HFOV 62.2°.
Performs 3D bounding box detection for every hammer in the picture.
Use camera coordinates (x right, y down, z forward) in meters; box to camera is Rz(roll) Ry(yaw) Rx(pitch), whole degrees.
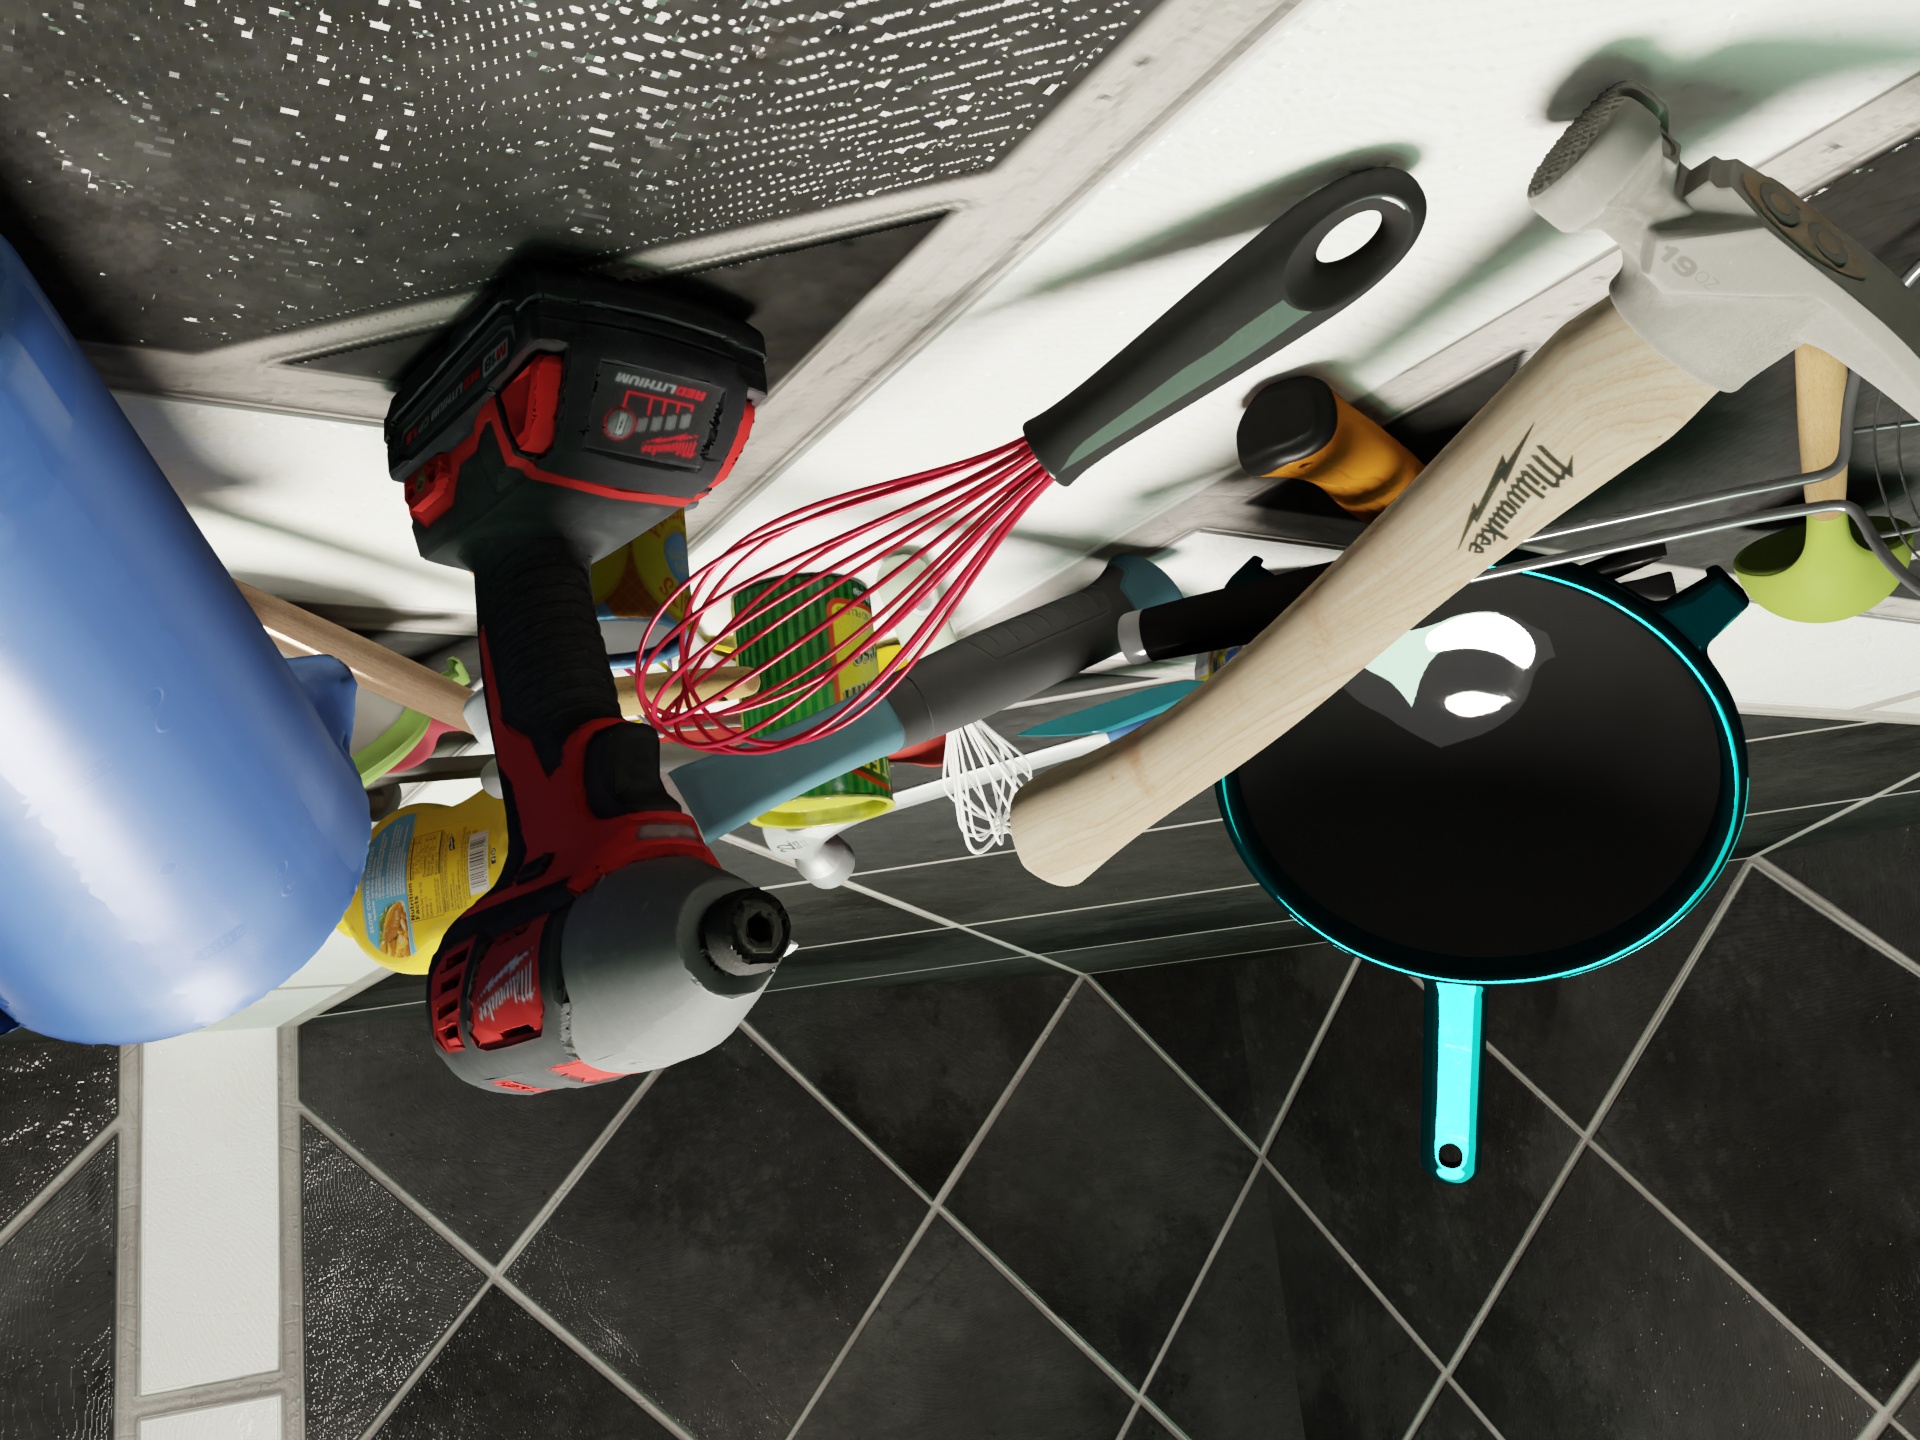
[{"bbox_3d":[0.075,0.011,0.913,0.405,0.035,0.144,-17,153,10],"label":"hammer"},{"bbox_3d":[-0.183,0.017,0.914,0.359,0.037,0.149,-4,166,-10],"label":"hammer"},{"bbox_3d":[0.138,-0.025,0.565,0.146,0.038,0.410,35,142,-6],"label":"hammer"},{"bbox_3d":[-0.022,-0.006,0.632,0.331,0.128,0.033,-25,173,-40],"label":"hammer"},{"bbox_3d":[0.213,-0.085,0.692,0.127,0.034,0.336,-14,164,31],"label":"hammer"}]

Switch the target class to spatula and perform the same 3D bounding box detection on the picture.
[{"bbox_3d":[0.187,0.014,0.832,0.317,0.044,0.082,11,174,-23],"label":"spatula"}]

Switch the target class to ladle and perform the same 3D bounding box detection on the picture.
[{"bbox_3d":[-0.205,-0.004,0.716,0.315,0.031,0.069,-5,153,38],"label":"ladle"},{"bbox_3d":[0.360,-0.111,0.667,0.078,0.062,0.319,-12,159,26],"label":"ladle"}]

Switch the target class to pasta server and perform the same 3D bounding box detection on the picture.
[{"bbox_3d":[-0.251,-0.032,0.568,0.060,0.040,0.316,-32,146,18],"label":"pasta server"}]

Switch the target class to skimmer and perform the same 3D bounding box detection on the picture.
[{"bbox_3d":[0.210,-0.069,0.541,0.363,0.127,0.090,-12,169,28],"label":"skimmer"}]

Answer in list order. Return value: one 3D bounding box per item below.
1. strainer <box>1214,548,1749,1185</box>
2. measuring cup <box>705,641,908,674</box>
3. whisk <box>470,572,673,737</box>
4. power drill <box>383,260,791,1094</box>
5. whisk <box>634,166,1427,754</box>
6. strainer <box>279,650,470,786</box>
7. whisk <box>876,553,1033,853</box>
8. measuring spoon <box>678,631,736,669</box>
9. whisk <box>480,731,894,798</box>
[{"bbox_3d":[0.230,0.060,0.722,0.211,0.340,0.095,3,-148,19],"label":"strainer"},{"bbox_3d":[-0.068,-0.032,0.815,0.156,0.029,0.062,14,161,-25],"label":"measuring cup"},{"bbox_3d":[-0.174,-0.032,0.708,0.047,0.051,0.244,-2,164,5],"label":"whisk"},{"bbox_3d":[-0.105,-0.008,0.459,0.078,0.220,0.143,5,162,-41],"label":"power drill"},{"bbox_3d":[0.011,-0.071,0.489,0.296,0.073,0.073,-33,156,22],"label":"whisk"},{"bbox_3d":[-0.310,0.018,0.607,0.151,0.069,0.256,-10,-157,13],"label":"strainer"},{"bbox_3d":[-0.001,-0.003,0.786,0.059,0.058,0.246,27,158,28],"label":"whisk"},{"bbox_3d":[-0.133,-0.033,0.750,0.034,0.018,0.124,3,163,12],"label":"measuring spoon"},{"bbox_3d":[-0.125,0.022,0.777,0.055,0.055,0.239,-20,168,42],"label":"whisk"}]
